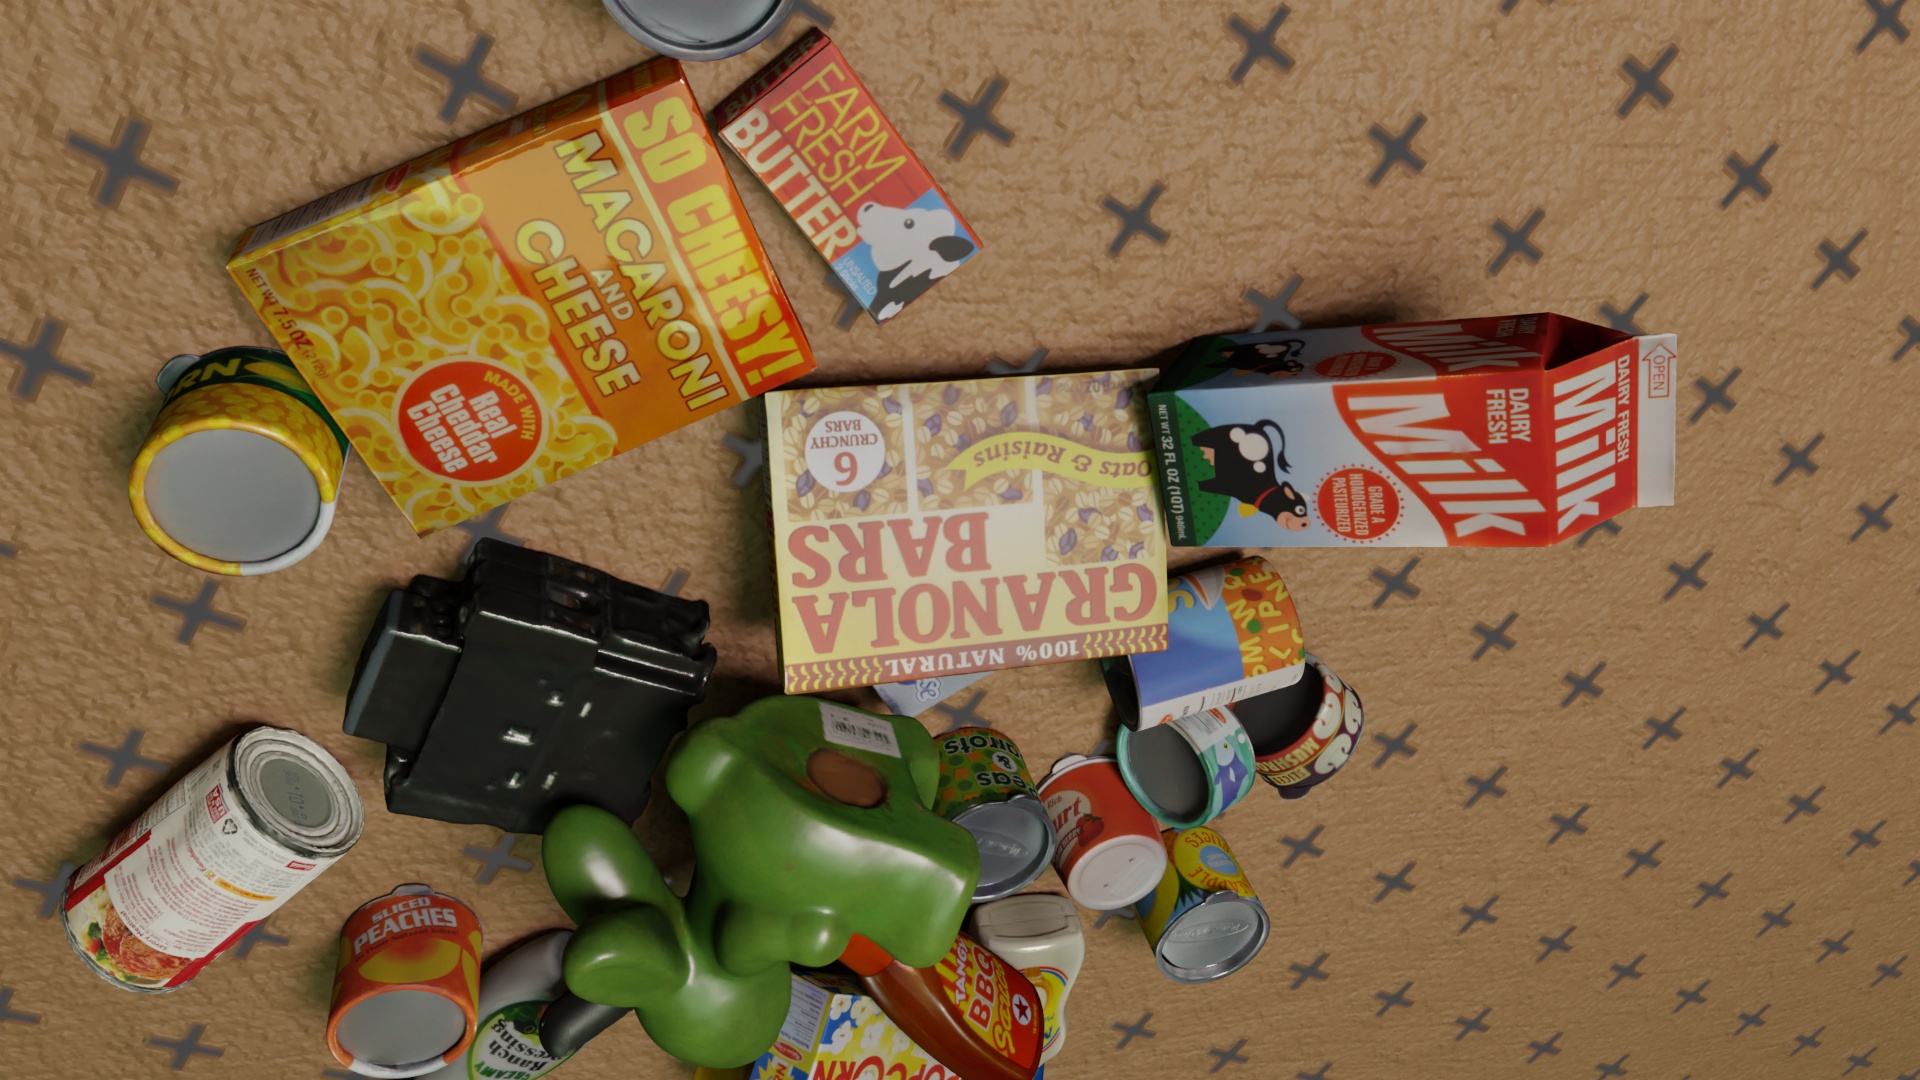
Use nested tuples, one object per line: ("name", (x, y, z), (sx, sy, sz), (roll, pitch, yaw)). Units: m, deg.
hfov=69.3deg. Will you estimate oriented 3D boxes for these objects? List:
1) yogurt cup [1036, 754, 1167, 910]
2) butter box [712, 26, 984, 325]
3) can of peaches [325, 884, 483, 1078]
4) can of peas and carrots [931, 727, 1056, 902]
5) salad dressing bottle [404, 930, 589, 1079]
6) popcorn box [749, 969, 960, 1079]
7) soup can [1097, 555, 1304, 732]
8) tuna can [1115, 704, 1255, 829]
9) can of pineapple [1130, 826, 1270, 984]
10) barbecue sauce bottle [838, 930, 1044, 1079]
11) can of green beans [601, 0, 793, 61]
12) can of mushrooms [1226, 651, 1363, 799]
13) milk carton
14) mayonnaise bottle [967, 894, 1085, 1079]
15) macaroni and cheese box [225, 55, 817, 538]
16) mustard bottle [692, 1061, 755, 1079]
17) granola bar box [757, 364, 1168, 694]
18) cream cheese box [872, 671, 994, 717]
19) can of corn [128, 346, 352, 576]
("yogurt cup", (0.074, 0.156, 0.729), (0.072, 0.054, 0.072), (-8, 124, -12))
("butter box", (-0.041, -0.136, 0.526), (0.053, 0.024, 0.103), (-36, 124, 8))
("can of peaches", (-0.263, 0.210, 0.660), (0.071, 0.058, 0.071), (-8, 124, -11))
("can of peas and carrots", (0.009, 0.134, 0.693), (0.071, 0.059, 0.070), (-8, 123, -12))
("salad dressing bottle", (-0.241, 0.261, 0.709), (0.147, 0.044, 0.064), (-43, 124, 13))
("popcorn box", (-0.050, 0.274, 0.722), (0.126, 0.038, 0.085), (27, 78, -48))
("soup can", (0.112, 0.046, 0.665), (0.084, 0.071, 0.071), (-15, 125, -8))
("tuna can", (0.112, 0.111, 0.700), (0.033, 0.071, 0.070), (-23, 131, -36))
("can of pineapple", (0.131, 0.201, 0.772), (0.071, 0.058, 0.070), (-8, 124, -12))
("barbecue sauce bottle", (-0.017, 0.218, 0.695), (0.043, 0.065, 0.148), (-29, 123, 26))
("can of green beans", (-0.088, -0.197, 0.452), (0.071, 0.058, 0.071), (-8, 124, -12))
("can of mushrooms", (0.168, 0.093, 0.707), (0.071, 0.071, 0.033), (-43, 122, 12))
("milk carton", (0.180, -0.044, 0.557), (0.190, 0.074, 0.072), (1, 116, 26))
("mayonnaise bottle", (0.034, 0.269, 0.797), (0.065, 0.041, 0.147), (-4, 122, -10))
("macaroni and cheese box", (-0.154, -0.088, 0.513), (0.166, 0.040, 0.123), (-23, 125, -1))
("mustard bottle", (-0.071, 0.315, 0.781), (0.160, 0.065, 0.049), (28, 82, -34))
("granola bar box", (0.002, -0.007, 0.586), (0.166, 0.039, 0.124), (-5, 98, -14))
("cream cheese box", (-0.031, 0.036, 0.639), (0.053, 0.024, 0.103), (-31, 125, 3))
("can of corn", (-0.263, -0.030, 0.507), (0.071, 0.058, 0.070), (-8, 124, -12))
